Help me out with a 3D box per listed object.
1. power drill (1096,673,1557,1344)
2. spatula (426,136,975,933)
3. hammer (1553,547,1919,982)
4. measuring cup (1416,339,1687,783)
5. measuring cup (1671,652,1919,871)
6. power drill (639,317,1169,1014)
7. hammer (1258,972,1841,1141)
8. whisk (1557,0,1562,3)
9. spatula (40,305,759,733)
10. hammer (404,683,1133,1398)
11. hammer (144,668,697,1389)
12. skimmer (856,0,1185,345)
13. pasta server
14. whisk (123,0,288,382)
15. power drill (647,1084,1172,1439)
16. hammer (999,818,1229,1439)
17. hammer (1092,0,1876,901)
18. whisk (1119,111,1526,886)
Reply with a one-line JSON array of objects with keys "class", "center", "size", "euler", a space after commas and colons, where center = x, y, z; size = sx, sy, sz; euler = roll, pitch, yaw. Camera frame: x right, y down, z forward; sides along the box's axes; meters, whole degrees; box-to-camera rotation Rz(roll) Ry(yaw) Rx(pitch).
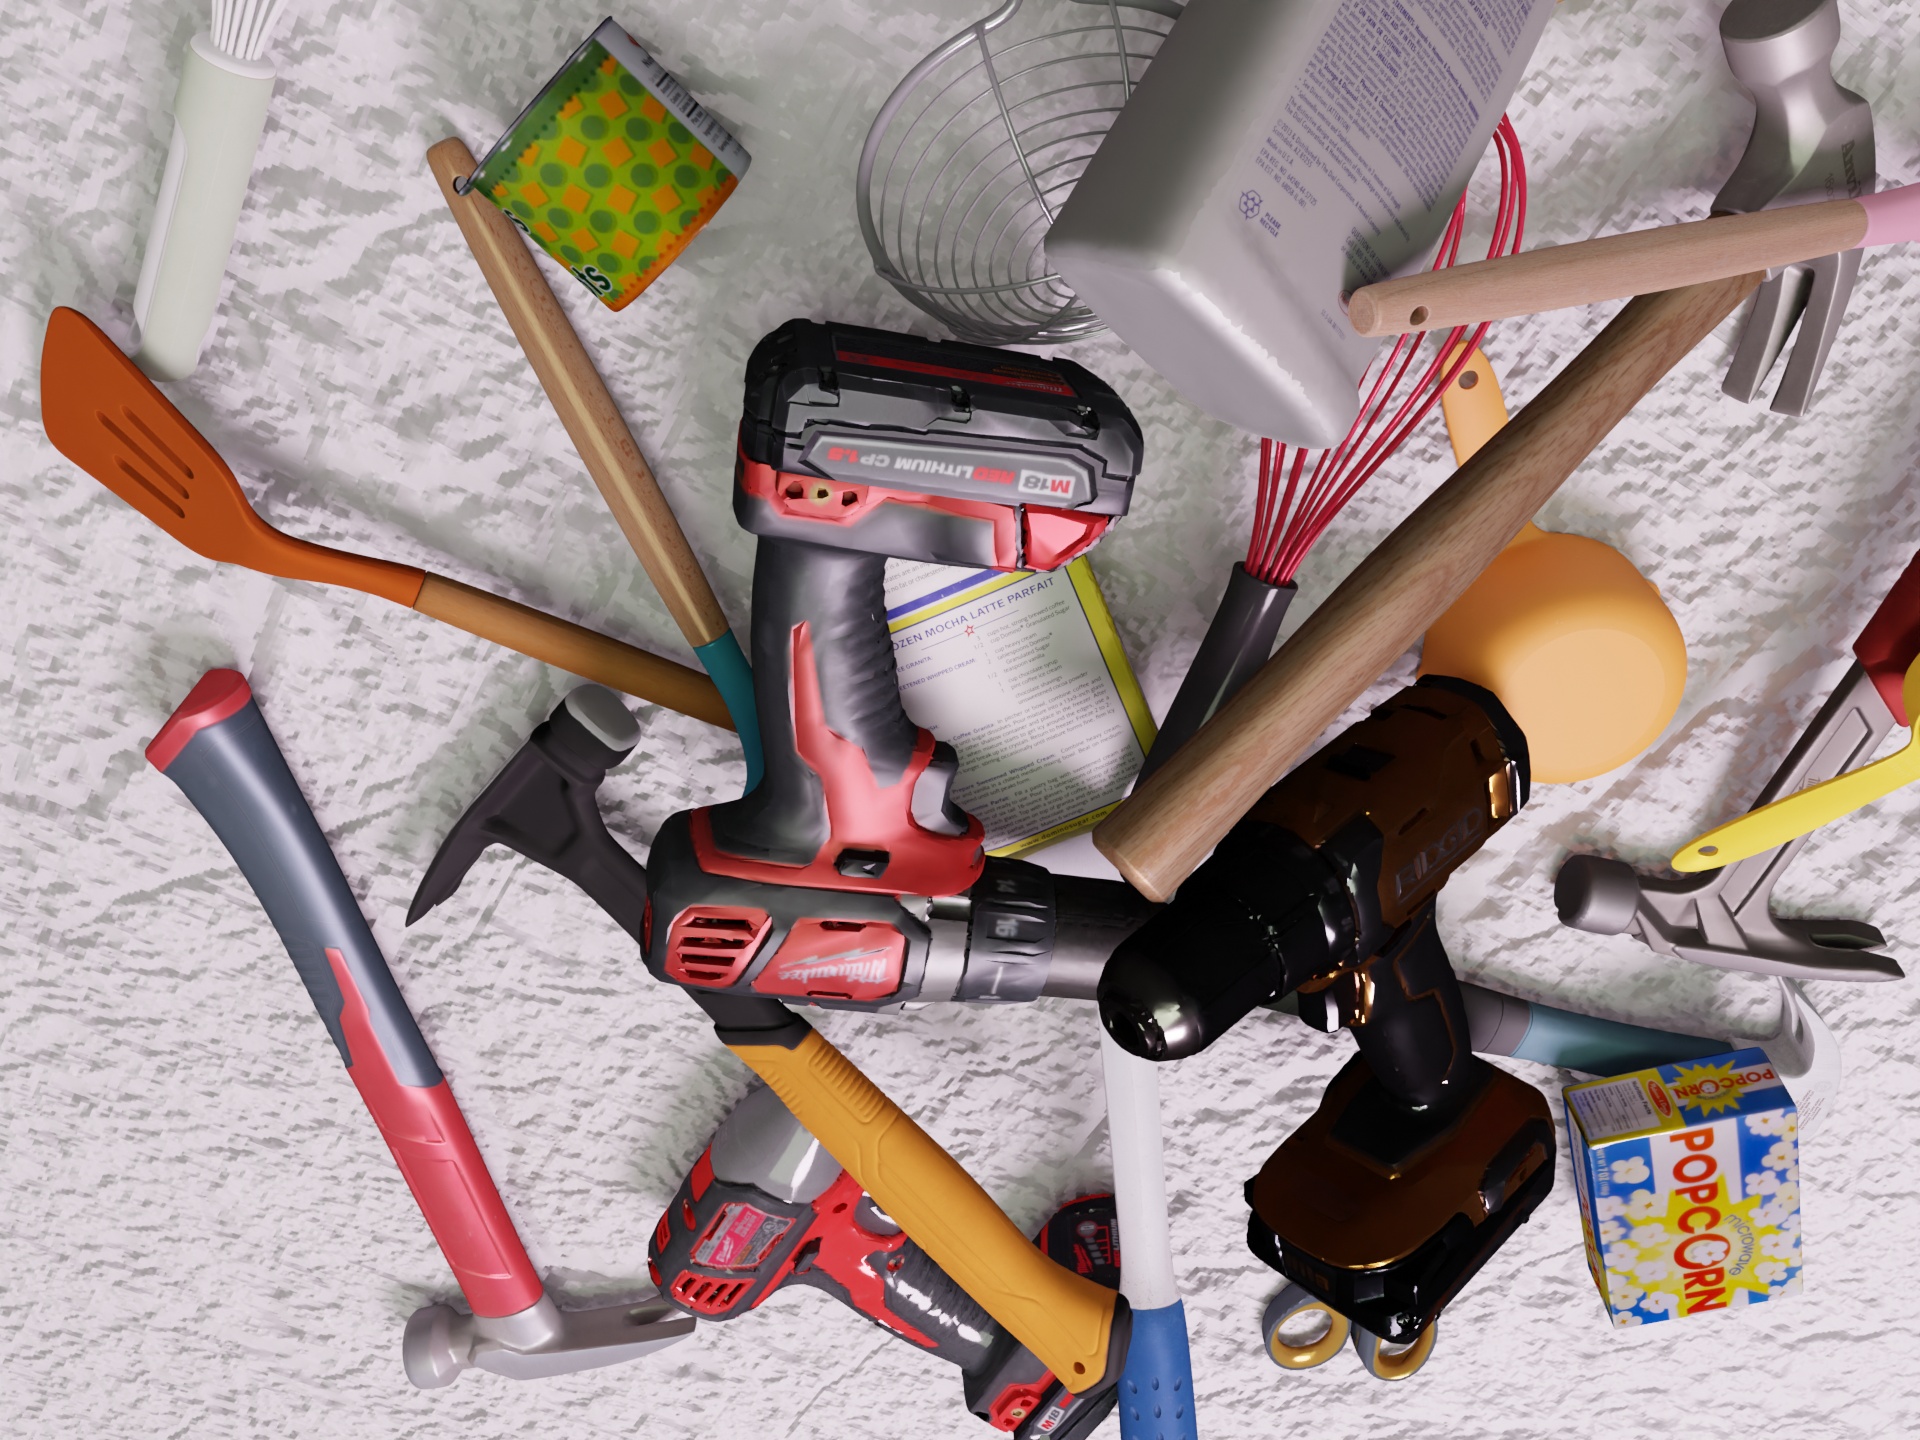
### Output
[{"class": "power drill", "center": [0.137, 0.119, 0.574], "size": [0.185, 0.084, 0.226], "euler": [-32, 123, -29]}, {"class": "spatula", "center": [-0.097, -0.050, 0.554], "size": [0.082, 0.044, 0.317], "euler": [-28, 111, -2]}, {"class": "hammer", "center": [0.354, -0.038, 0.561], "size": [0.149, 0.037, 0.358], "euler": [9, 130, -6]}, {"class": "measuring cup", "center": [0.206, -0.052, 0.570], "size": [0.095, 0.052, 0.173], "euler": [-21, 121, 11]}, {"class": "measuring cup", "center": [0.323, 0.012, 0.572], "size": [0.062, 0.029, 0.156], "euler": [29, 137, -22]}, {"class": "power drill", "center": [-0.001, -0.002, 0.520], "size": [0.188, 0.080, 0.226], "euler": [7, 114, -10]}, {"class": "hammer", "center": [0.228, 0.132, 0.691], "size": [0.331, 0.033, 0.128], "euler": [14, 120, -9]}, {"class": "whisk", "center": [0.211, -0.235, 0.469], "size": [0.245, 0.051, 0.047], "euler": [-20, 142, 15]}, {"class": "spatula", "center": [-0.169, -0.046, 0.576], "size": [0.322, 0.041, 0.081], "euler": [22, 146, -21]}, {"class": "hammer", "center": [-0.066, 0.144, 0.626], "size": [0.337, 0.034, 0.127], "euler": [44, 112, -1]}, {"class": "hammer", "center": [-0.230, 0.148, 0.687], "size": [0.143, 0.038, 0.386], "euler": [-11, 120, 3]}, {"class": "skimmer", "center": [0.000, -0.284, 0.445], "size": [0.127, 0.090, 0.363], "euler": [-14, 110, 2]}, {"class": "pasta server", "center": [0.247, -0.140, 0.465], "size": [0.316, 0.040, 0.060], "euler": [-15, 130, -23]}, {"class": "whisk", "center": [-0.217, -0.207, 0.476], "size": [0.059, 0.058, 0.246], "euler": [4, 130, -39]}, {"class": "power drill", "center": [-0.018, 0.239, 0.727], "size": [0.219, 0.079, 0.143], "euler": [26, 116, -13]}, {"class": "hammer", "center": [0.072, 0.232, 0.666], "size": [0.144, 0.035, 0.405], "euler": [-6, 105, 0]}, {"class": "hammer", "center": [0.168, -0.068, 0.503], "size": [0.331, 0.031, 0.129], "euler": [-46, 131, -1]}, {"class": "whisk", "center": [0.112, -0.066, 0.539], "size": [0.073, 0.073, 0.295], "euler": [15, 112, -10]}]
